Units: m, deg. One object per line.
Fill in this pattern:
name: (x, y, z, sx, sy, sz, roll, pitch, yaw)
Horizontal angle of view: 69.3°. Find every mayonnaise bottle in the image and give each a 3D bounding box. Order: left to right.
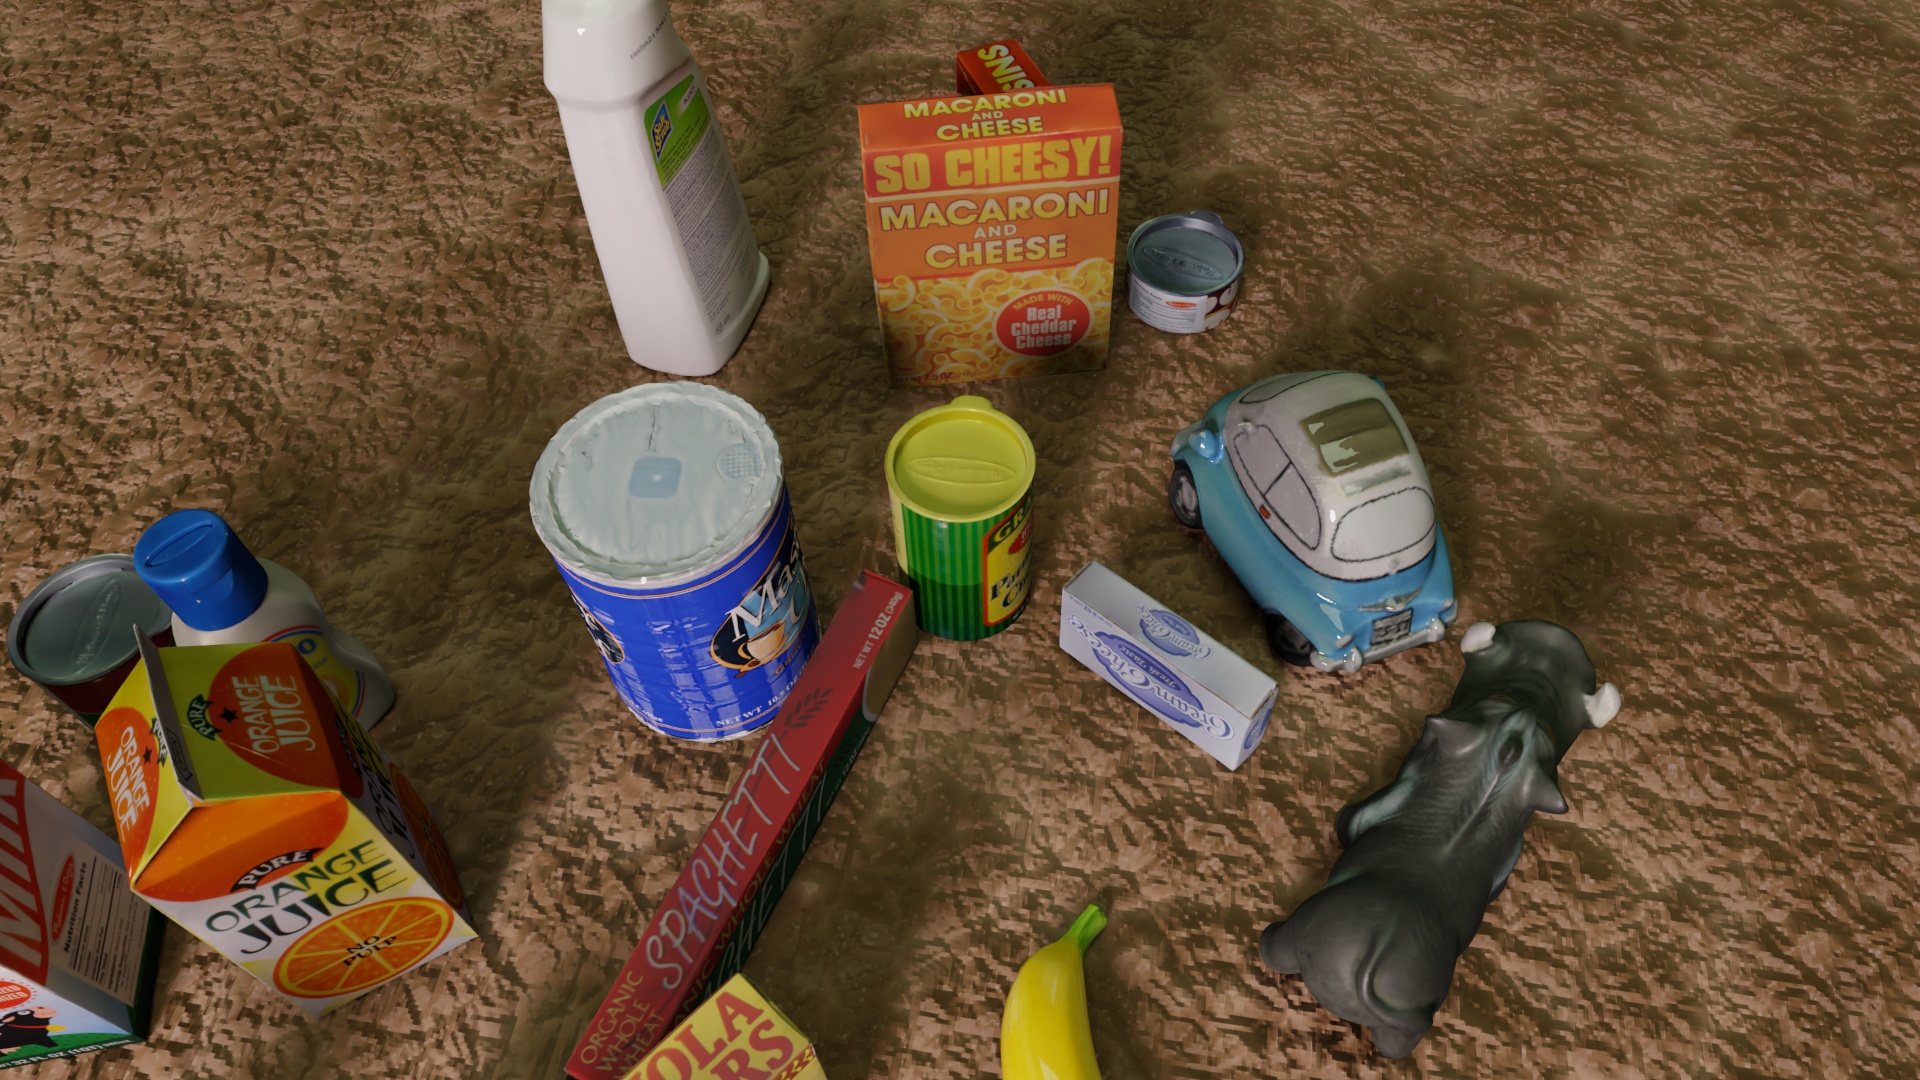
mayonnaise bottle: (-0.300, 0.044, 0.598, 0.041, 0.147, 0.065, 38, 65, 25)

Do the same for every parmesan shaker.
parmesan shaker: (0.002, -0.008, 0.650, 0.071, 0.102, 0.071, -1, 55, 2)

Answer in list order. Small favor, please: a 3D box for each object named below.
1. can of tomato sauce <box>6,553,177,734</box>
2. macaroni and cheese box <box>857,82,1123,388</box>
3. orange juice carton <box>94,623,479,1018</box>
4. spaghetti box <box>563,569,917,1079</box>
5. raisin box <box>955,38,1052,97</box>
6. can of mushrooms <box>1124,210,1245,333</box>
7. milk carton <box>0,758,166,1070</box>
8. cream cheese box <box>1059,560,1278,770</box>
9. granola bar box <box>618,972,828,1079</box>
can of tomato sauce: (-0.373, 0.056, 0.632, 0.071, 0.082, 0.071, -1, 55, 2)
macaroni and cheese box: (0.016, -0.151, 0.712, 0.124, 0.165, 0.040, -6, 55, -2)
orange juice carton: (-0.257, 0.106, 0.526, 0.073, 0.191, 0.072, -26, 58, -15)
spaghetti box: (-0.084, 0.124, 0.592, 0.029, 0.050, 0.251, 19, 58, 15)
raisin box: (0.032, -0.201, 0.772, 0.040, 0.122, 0.086, -20, 57, -11)
can of mushrooms: (0.128, -0.153, 0.790, 0.071, 0.033, 0.071, -1, 55, 2)
milk carton: (-0.380, 0.131, 0.514, 0.072, 0.189, 0.074, -9, 55, -4)
cream cheese box: (0.092, 0.056, 0.631, 0.104, 0.053, 0.024, 35, 63, 24)
granola bar box: (-0.117, 0.234, 0.471, 0.166, 0.123, 0.039, -40, 62, -23)
